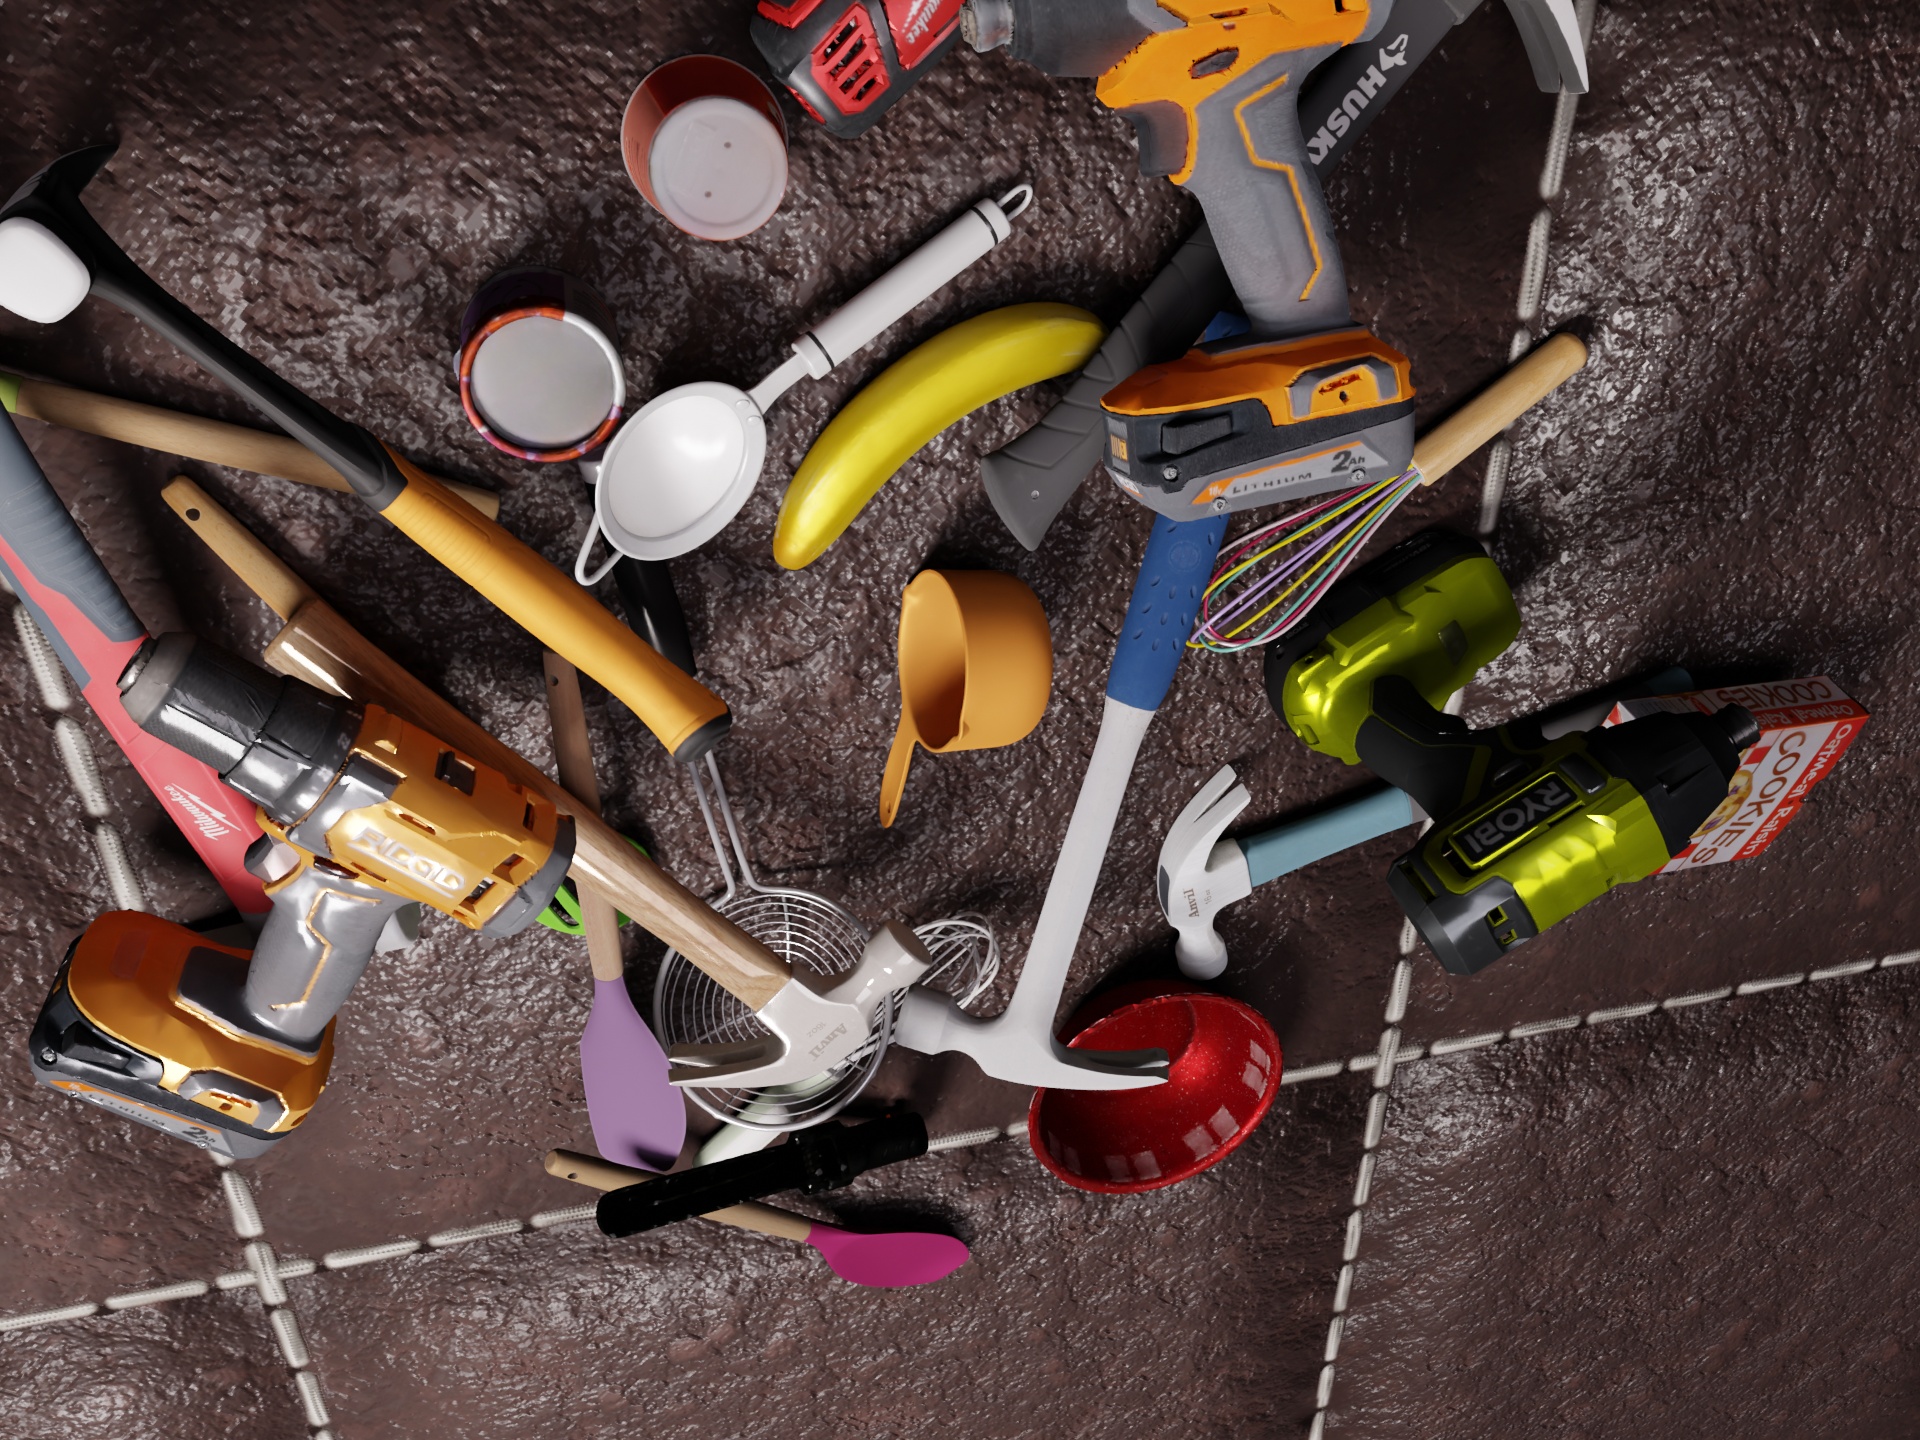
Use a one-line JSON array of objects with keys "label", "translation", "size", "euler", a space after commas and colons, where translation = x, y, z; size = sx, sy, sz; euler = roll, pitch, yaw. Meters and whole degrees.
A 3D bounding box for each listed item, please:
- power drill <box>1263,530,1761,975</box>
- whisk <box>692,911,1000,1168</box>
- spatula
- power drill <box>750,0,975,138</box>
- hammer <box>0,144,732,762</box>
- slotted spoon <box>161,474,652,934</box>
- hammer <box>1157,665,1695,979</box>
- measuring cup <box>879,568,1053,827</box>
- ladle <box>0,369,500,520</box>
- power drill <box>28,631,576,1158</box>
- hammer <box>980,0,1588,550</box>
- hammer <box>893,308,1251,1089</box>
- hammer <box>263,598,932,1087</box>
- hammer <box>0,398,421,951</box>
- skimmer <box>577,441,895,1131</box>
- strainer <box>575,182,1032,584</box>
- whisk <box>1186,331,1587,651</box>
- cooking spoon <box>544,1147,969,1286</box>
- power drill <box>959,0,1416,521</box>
[{"label": "power drill", "translation": [0.257, 0.003, 0.776], "size": [0.171, 0.223, 0.080], "euler": [-34, 125, 6]}, {"label": "whisk", "translation": [-0.069, 0.192, 0.909], "size": [0.246, 0.059, 0.057], "euler": [-43, 124, 18]}, {"label": "spatula", "translation": [-0.177, 0.106, 0.795], "size": [0.060, 0.018, 0.315], "euler": [6, 119, 16]}, {"label": "power drill", "translation": [-0.063, -0.334, 0.564], "size": [0.143, 0.079, 0.219], "euler": [-41, 126, 11]}, {"label": "hammer", "translation": [-0.220, -0.090, 0.640], "size": [0.034, 0.127, 0.336], "euler": [-42, 124, 10]}, {"label": "slotted spoon", "translation": [-0.252, 0.006, 0.750], "size": [0.070, 0.031, 0.313], "euler": [-33, 123, 7]}, {"label": "hammer", "translation": [0.270, 0.044, 0.923], "size": [0.331, 0.033, 0.128], "euler": [-21, 126, -3]}, {"label": "measuring cup", "translation": [-0.001, -0.003, 0.796], "size": [0.052, 0.095, 0.173], "euler": [-5, 142, -21]}, {"label": "ladle", "translation": [-0.344, -0.116, 0.630], "size": [0.320, 0.062, 0.078], "euler": [12, 125, -25]}, {"label": "power drill", "translation": [-0.301, 0.074, 0.670], "size": [0.185, 0.084, 0.226], "euler": [36, 114, -30]}, {"label": "hammer", "translation": [0.127, -0.211, 0.687], "size": [0.146, 0.035, 0.335], "euler": [35, 99, -24]}, {"label": "hammer", "translation": [0.087, 0.003, 0.791], "size": [0.144, 0.035, 0.405], "euler": [17, 106, 1]}, {"label": "hammer", "translation": [-0.175, 0.062, 0.741], "size": [0.331, 0.031, 0.130], "euler": [41, 102, -20]}, {"label": "hammer", "translation": [-0.362, -0.023, 0.651], "size": [0.143, 0.038, 0.385], "euler": [-12, 132, 0]}, {"label": "skimmer", "translation": [-0.121, 0.045, 0.773], "size": [0.127, 0.090, 0.363], "euler": [-14, 124, -3]}, {"label": "strainer", "translation": [-0.071, -0.152, 0.685], "size": [0.258, 0.050, 0.086], "euler": [-38, 150, -4]}, {"label": "whisk", "translation": [0.211, -0.114, 0.801], "size": [0.245, 0.051, 0.047], "euler": [-38, 118, 5]}, {"label": "cooking spoon", "translation": [-0.114, 0.301, 0.961], "size": [0.068, 0.017, 0.318], "euler": [-41, 132, 23]}, {"label": "power drill", "translation": [0.093, -0.199, 0.623], "size": [0.164, 0.084, 0.226], "euler": [-13, 109, -8]}]
